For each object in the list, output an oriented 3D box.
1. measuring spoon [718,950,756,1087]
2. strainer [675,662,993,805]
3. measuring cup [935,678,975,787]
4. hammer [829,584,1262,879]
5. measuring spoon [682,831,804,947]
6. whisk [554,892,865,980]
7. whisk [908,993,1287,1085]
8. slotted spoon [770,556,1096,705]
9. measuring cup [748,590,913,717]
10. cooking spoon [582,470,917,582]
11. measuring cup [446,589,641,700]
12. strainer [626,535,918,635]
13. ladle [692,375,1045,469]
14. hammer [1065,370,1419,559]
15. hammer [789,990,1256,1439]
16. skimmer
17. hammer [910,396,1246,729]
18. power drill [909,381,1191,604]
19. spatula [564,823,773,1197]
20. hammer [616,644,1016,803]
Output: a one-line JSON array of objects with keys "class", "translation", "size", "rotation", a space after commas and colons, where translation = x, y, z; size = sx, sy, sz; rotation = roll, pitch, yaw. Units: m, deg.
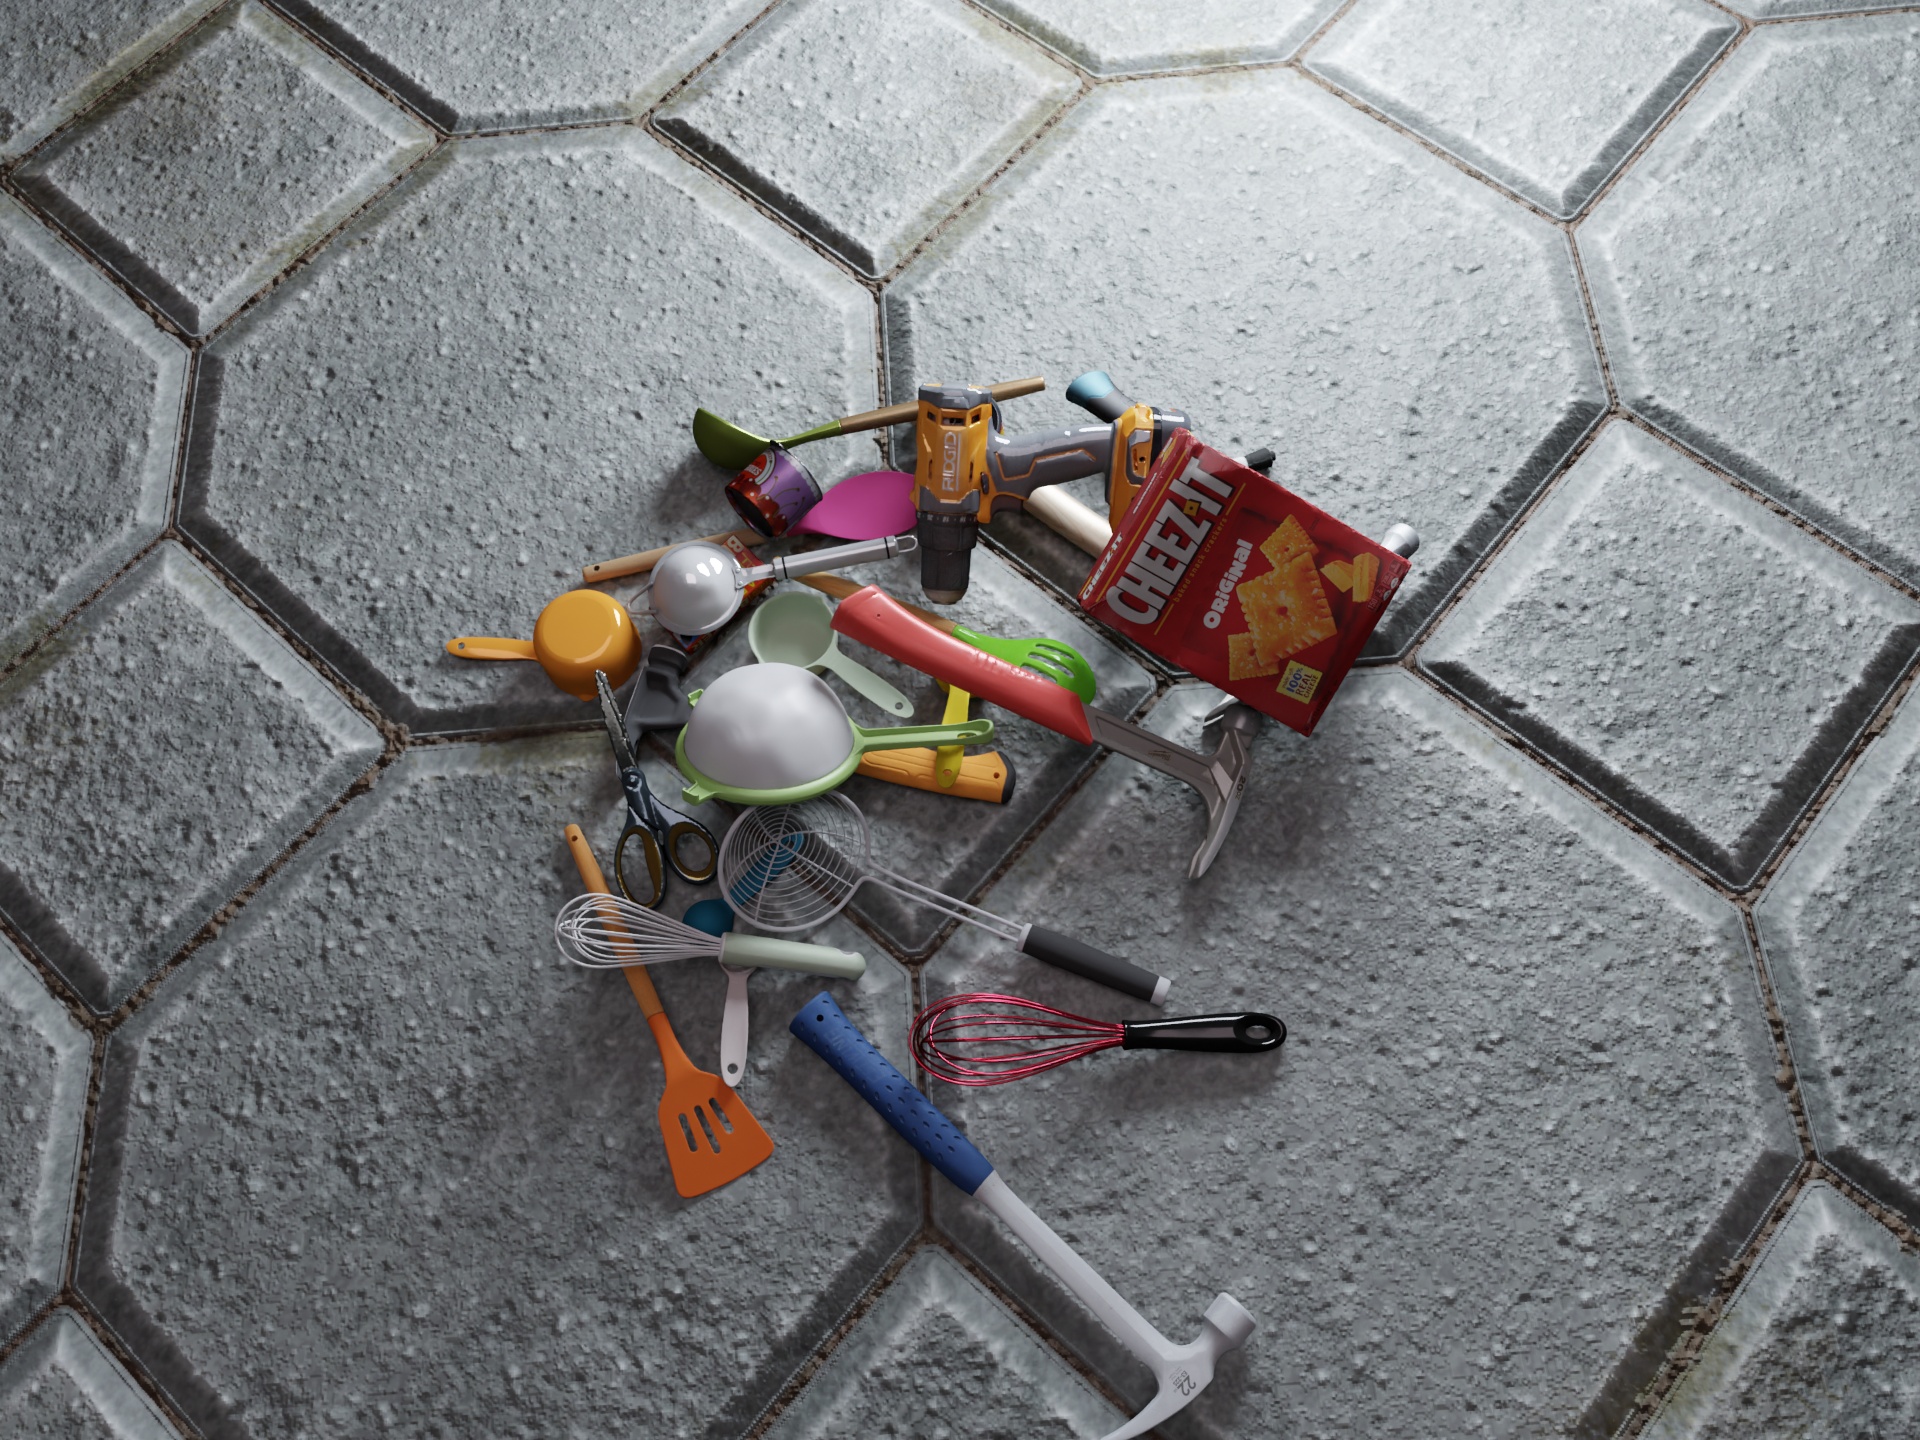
[{"class": "measuring spoon", "translation": [-0.179, 0.232, 1.262], "size": [0.034, 0.018, 0.124], "rotation": [5, 60, -9]}, {"class": "strainer", "translation": [-0.100, -0.004, 1.267], "size": [0.256, 0.069, 0.152], "rotation": [-3, 34, -5]}, {"class": "measuring cup", "translation": [-0.002, -0.004, 1.335], "size": [0.062, 0.029, 0.157], "rotation": [6, 57, 6]}, {"class": "hammer", "translation": [0.062, -0.007, 1.272], "size": [0.359, 0.036, 0.149], "rotation": [24, 78, -7]}, {"class": "measuring spoon", "translation": [-0.178, 0.135, 1.306], "size": [0.042, 0.021, 0.128], "rotation": [42, 77, 17]}, {"class": "whisk", "translation": [-0.196, 0.179, 1.257], "size": [0.246, 0.058, 0.059], "rotation": [10, 91, -9]}, {"class": "whisk", "translation": [0.107, 0.245, 1.232], "size": [0.296, 0.073, 0.073], "rotation": [-1, 68, -4]}, {"class": "slotted spoon", "translation": [-0.028, -0.082, 1.356], "size": [0.314, 0.031, 0.070], "rotation": [22, 57, 18]}, {"class": "measuring cup", "translation": [-0.107, -0.045, 1.369], "size": [0.168, 0.038, 0.083], "rotation": [35, 74, 13]}, {"class": "cooking spoon", "translation": [-0.183, -0.167, 1.431], "size": [0.319, 0.017, 0.069], "rotation": [-13, 69, -3]}, {"class": "measuring cup", "translation": [-0.368, -0.071, 1.383], "size": [0.173, 0.052, 0.095], "rotation": [2, 68, 1]}, {"class": "strainer", "translation": [-0.163, -0.131, 1.367], "size": [0.258, 0.050, 0.087], "rotation": [-12, 74, -4]}, {"class": "ladle", "translation": [-0.084, -0.281, 1.429], "size": [0.320, 0.078, 0.062], "rotation": [-11, 92, 5]}, {"class": "hammer", "translation": [0.230, -0.209, 1.389], "size": [0.331, 0.033, 0.128], "rotation": [39, 62, 19]}, {"class": "hammer", "translation": [0.021, 0.361, 1.198], "size": [0.406, 0.035, 0.144], "rotation": [41, 75, 17]}, {"class": "skimmer", "translation": [-0.011, 0.156, 1.253], "size": [0.363, 0.090, 0.127], "rotation": [21, 101, 9]}, {"class": "hammer", "translation": [0.109, -0.160, 1.404], "size": [0.411, 0.038, 0.146], "rotation": [38, 76, 17]}, {"class": "power drill", "translation": [0.070, -0.184, 1.334], "size": [0.226, 0.084, 0.185], "rotation": [3, 106, -1]}, {"class": "spatula", "translation": [-0.253, 0.220, 1.278], "size": [0.081, 0.041, 0.323], "rotation": [-26, 65, -9]}, {"class": "hammer", "translation": [-0.120, 0.027, 1.341], "size": [0.337, 0.034, 0.127], "rotation": [12, 68, 7]}]
